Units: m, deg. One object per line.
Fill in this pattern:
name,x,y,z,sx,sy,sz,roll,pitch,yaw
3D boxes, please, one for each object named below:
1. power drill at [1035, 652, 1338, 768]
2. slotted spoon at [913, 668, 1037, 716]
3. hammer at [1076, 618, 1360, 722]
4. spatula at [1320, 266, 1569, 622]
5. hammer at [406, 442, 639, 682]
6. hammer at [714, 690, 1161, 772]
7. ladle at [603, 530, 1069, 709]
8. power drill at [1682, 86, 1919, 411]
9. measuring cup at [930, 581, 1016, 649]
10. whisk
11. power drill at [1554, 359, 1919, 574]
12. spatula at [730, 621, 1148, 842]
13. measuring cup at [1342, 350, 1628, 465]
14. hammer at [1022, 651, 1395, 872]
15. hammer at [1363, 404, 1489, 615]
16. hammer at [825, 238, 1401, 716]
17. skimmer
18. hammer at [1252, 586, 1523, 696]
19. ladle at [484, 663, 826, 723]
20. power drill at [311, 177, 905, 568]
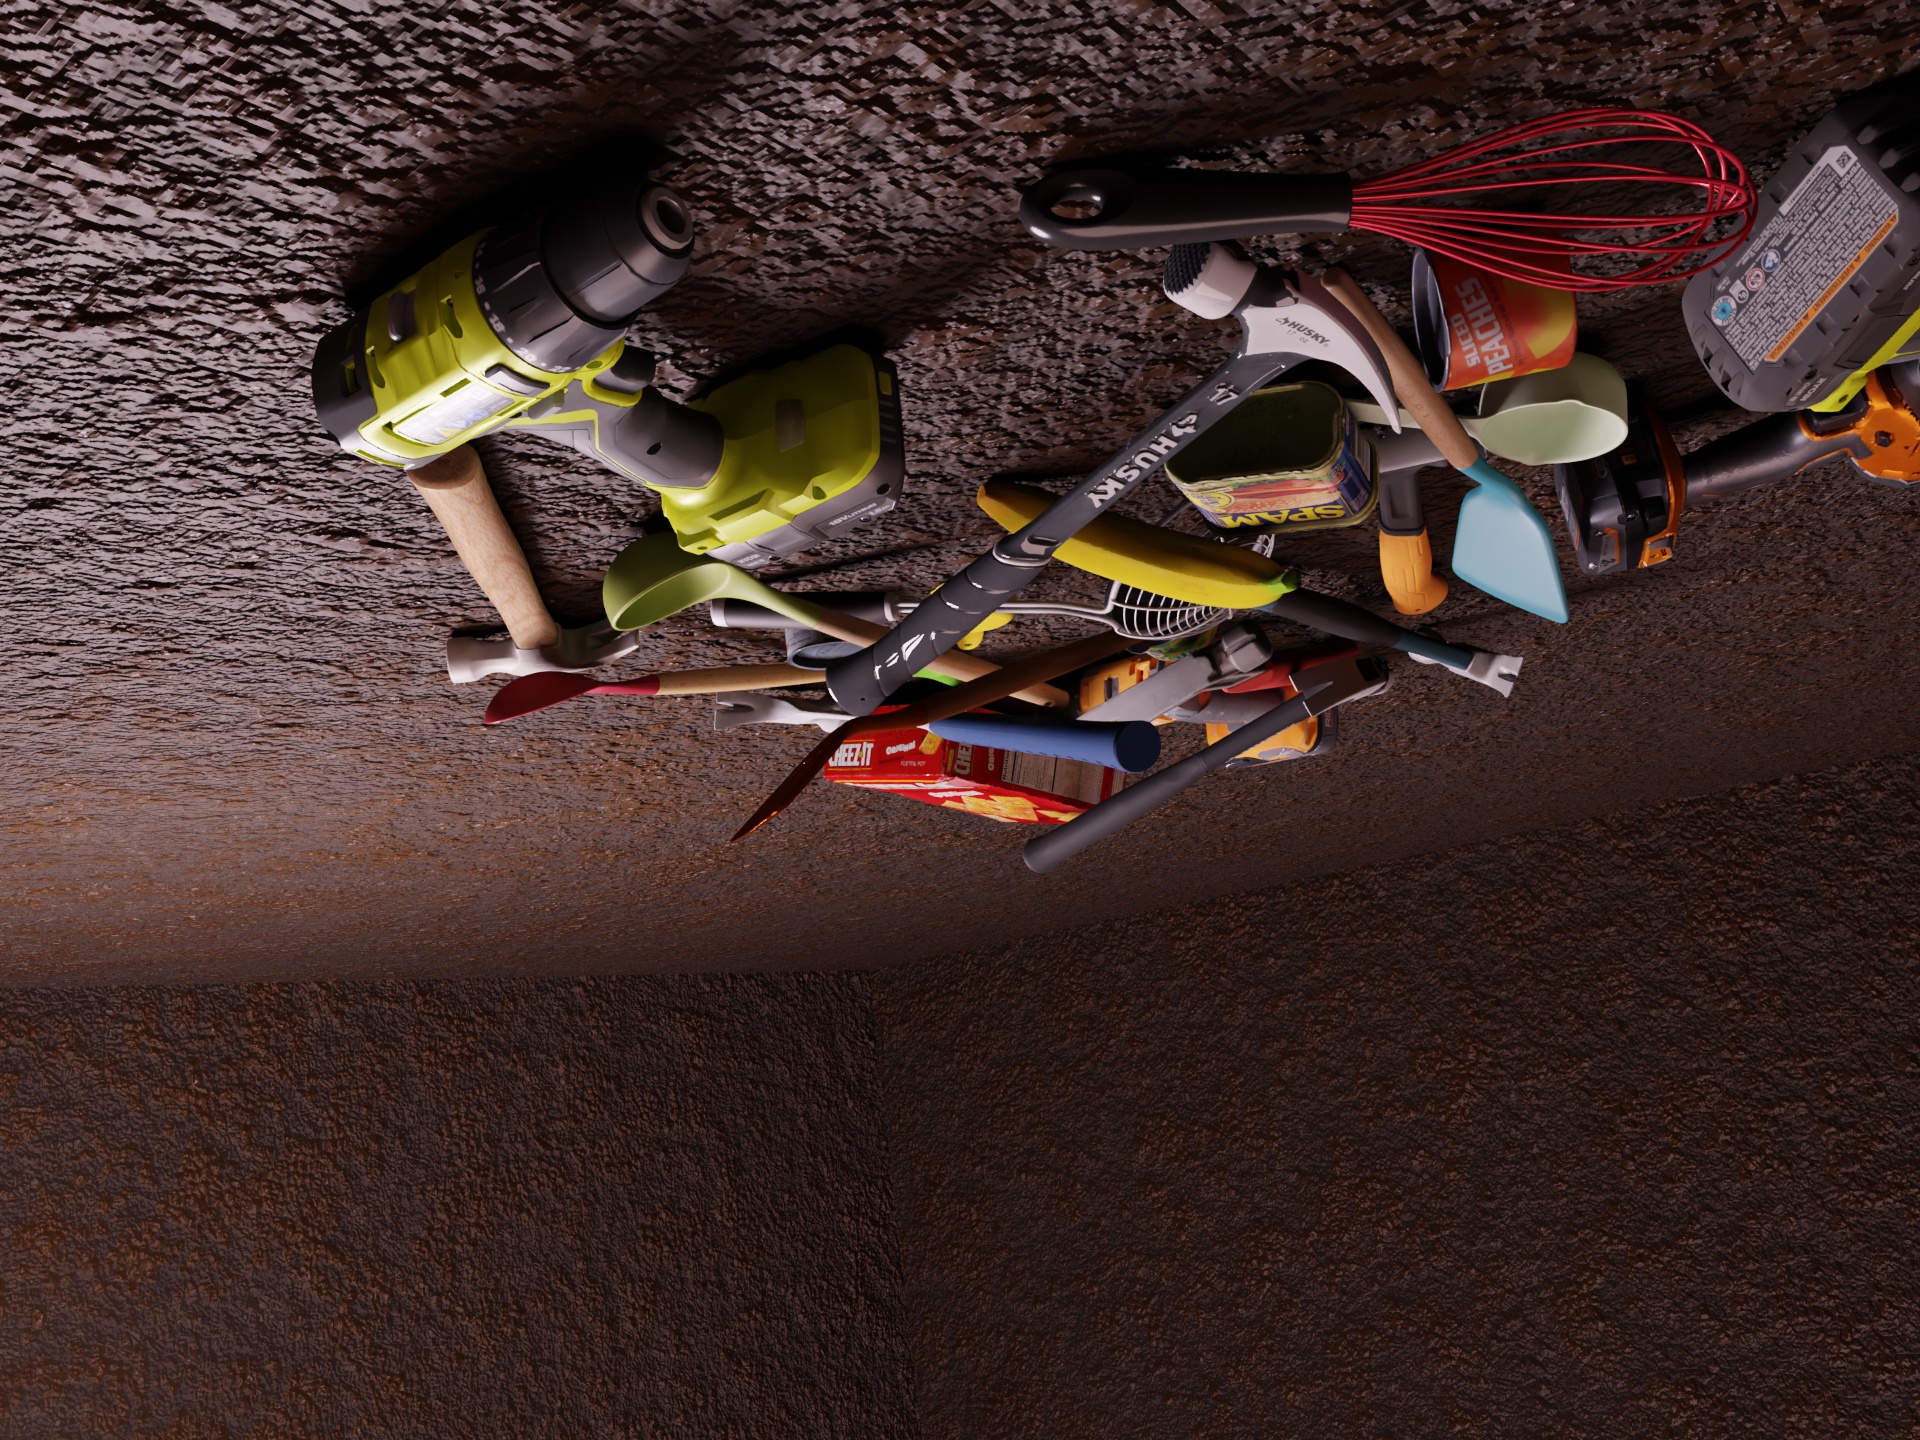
power drill,0.194,-0.009,1.393,0.226,0.084,0.185,8,166,-35
slotted spoon,0.010,-0.028,1.324,0.070,0.031,0.313,-13,167,22
hammer,0.226,-0.032,1.228,0.149,0.037,0.359,-32,168,28
spatula,0.255,-0.142,0.845,0.082,0.044,0.317,35,-177,41
hammer,-0.265,-0.084,0.934,0.130,0.031,0.331,-5,166,-7
hammer,-0.024,0.004,1.150,0.144,0.035,0.406,3,-178,-41
ladle,-0.067,-0.046,0.990,0.320,0.062,0.078,18,148,-26
power drill,0.454,-0.205,0.705,0.223,0.080,0.171,-5,146,-24
measuring cup,0.010,-0.067,1.153,0.062,0.029,0.156,-7,165,-4
whisk,0.171,-0.205,0.629,0.296,0.073,0.073,-2,166,-2
power drill,0.466,-0.164,0.910,0.226,0.084,0.164,-15,162,15
spatula,-0.002,-0.003,0.987,0.322,0.041,0.081,-21,174,-31
measuring cup,0.276,-0.177,0.865,0.167,0.038,0.083,8,166,7
hammer,0.184,0.040,1.279,0.334,0.035,0.146,-33,168,29
hammer,0.289,-0.124,1.066,0.127,0.034,0.336,-12,166,16
hammer,0.049,-0.098,0.840,0.149,0.036,0.409,19,145,-30
skimmer,0.018,-0.099,1.027,0.363,0.090,0.127,0,154,12
hammer,0.320,-0.070,1.231,0.330,0.033,0.128,12,-169,-40
ladle,-0.196,-0.026,1.132,0.069,0.031,0.315,-6,-179,42
power drill,-0.128,-0.143,0.680,0.190,0.080,0.228,-17,161,35
